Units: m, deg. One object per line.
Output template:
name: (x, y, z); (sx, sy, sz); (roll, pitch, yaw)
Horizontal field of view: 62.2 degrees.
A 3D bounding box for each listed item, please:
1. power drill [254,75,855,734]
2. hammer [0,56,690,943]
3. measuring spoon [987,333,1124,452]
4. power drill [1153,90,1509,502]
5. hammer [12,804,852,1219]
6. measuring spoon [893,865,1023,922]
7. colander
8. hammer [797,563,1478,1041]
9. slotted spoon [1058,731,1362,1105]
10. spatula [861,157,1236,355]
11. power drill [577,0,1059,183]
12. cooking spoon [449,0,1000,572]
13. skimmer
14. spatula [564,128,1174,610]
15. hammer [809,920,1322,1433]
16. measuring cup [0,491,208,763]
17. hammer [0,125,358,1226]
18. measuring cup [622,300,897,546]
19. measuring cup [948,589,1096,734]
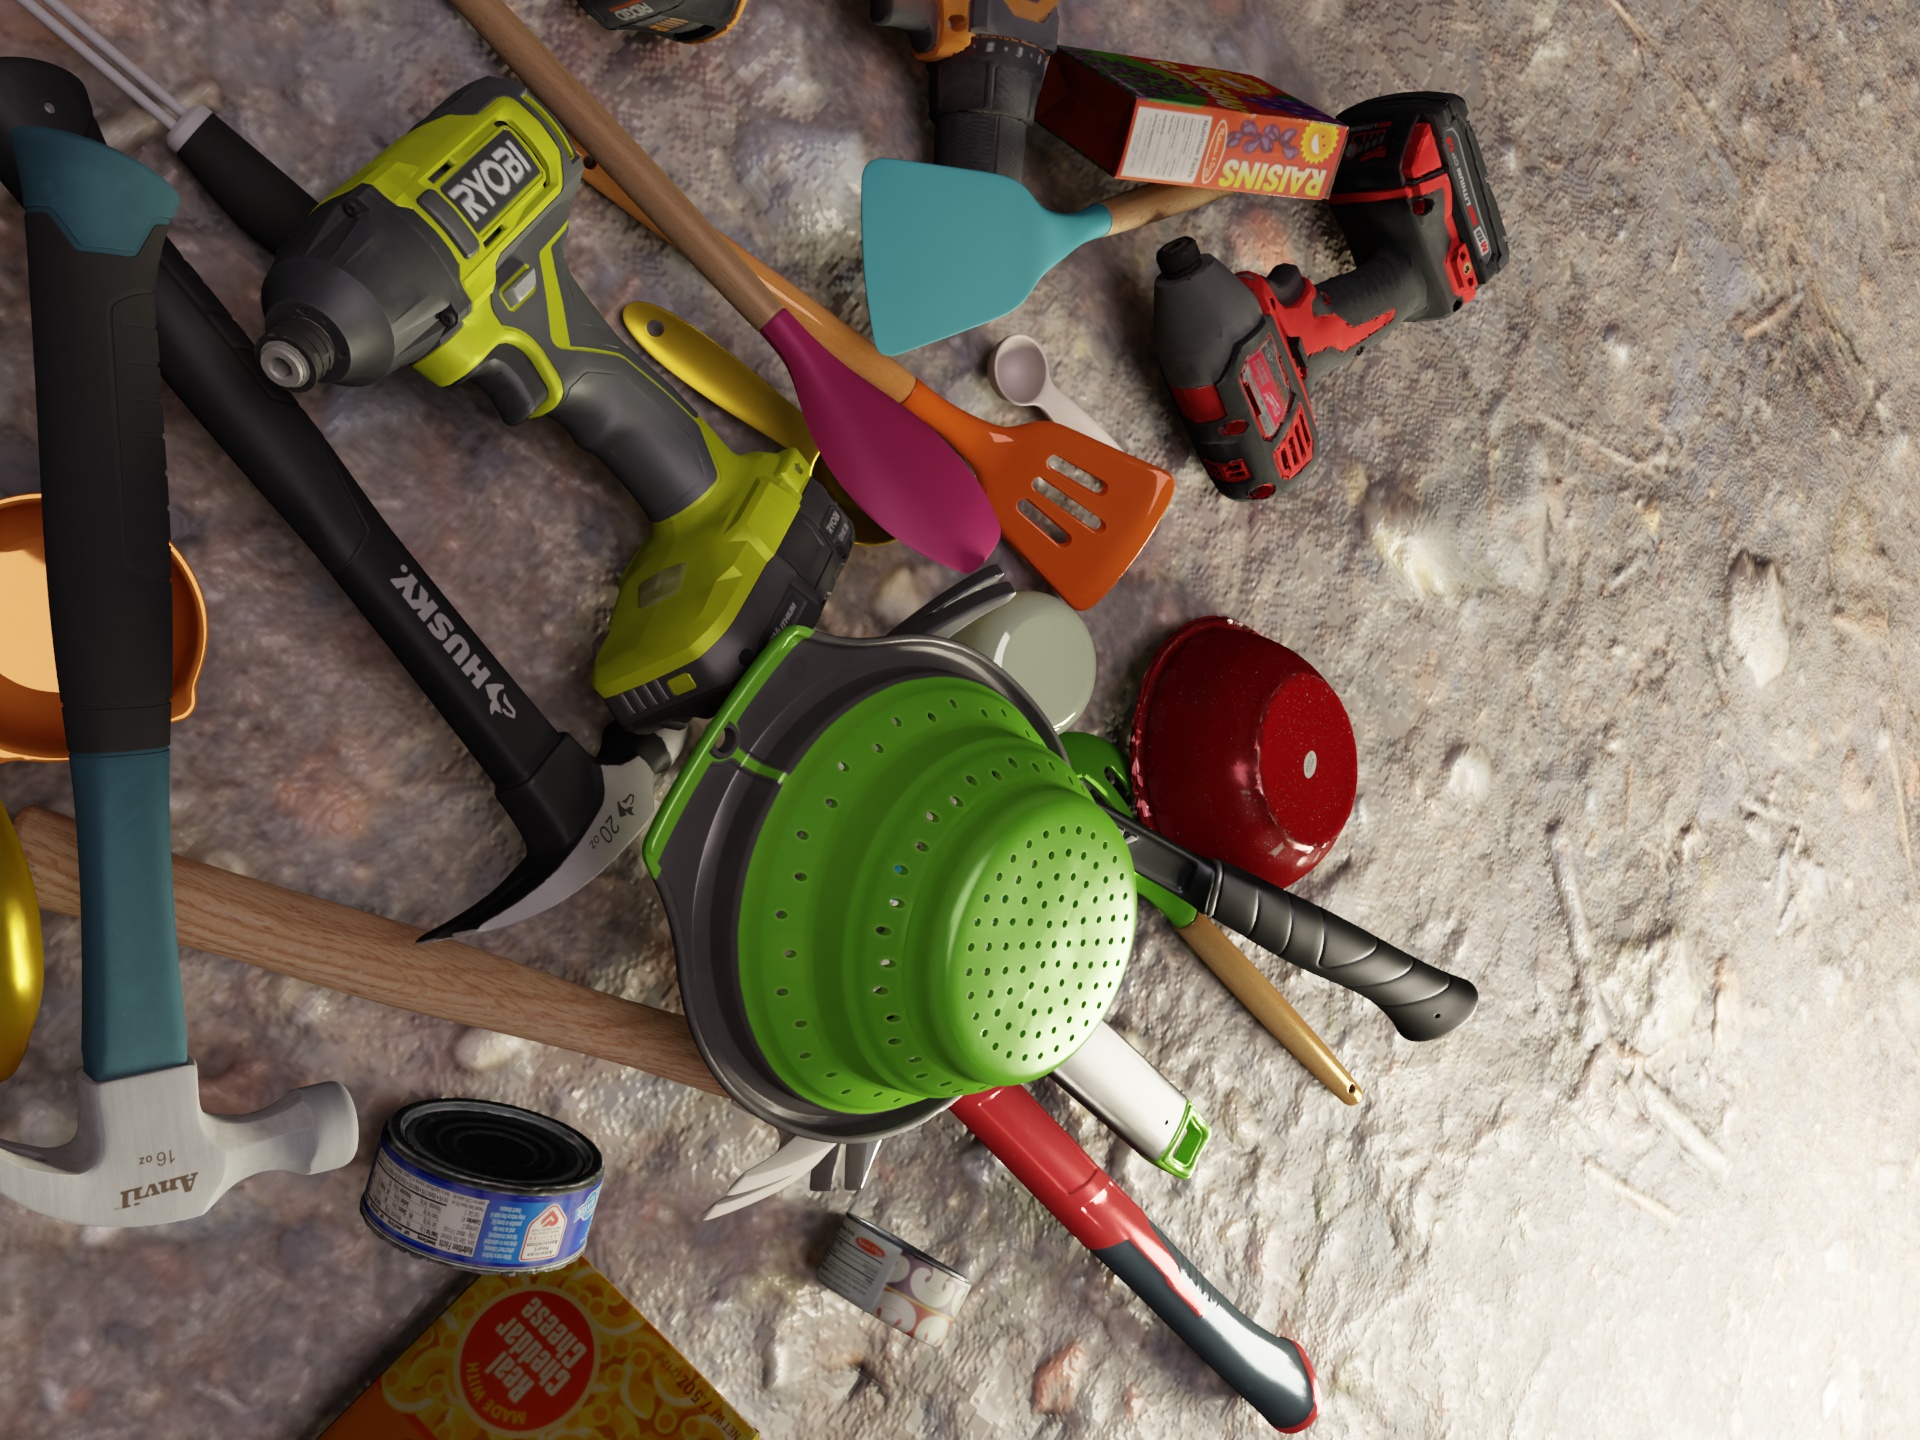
power drill: (-0.146, -0.108, 0.593); (0.223, 0.080, 0.171); (51, 36, -27)
hammer: (-0.223, -0.070, 0.554); (0.334, 0.035, 0.146); (57, 36, -26)
measuring spoon: (0.053, -0.148, 0.801); (0.124, 0.018, 0.034); (39, 70, -36)
power drill: (0.189, -0.234, 0.846); (0.220, 0.079, 0.143); (-45, 123, -21)
hammer: (-0.186, 0.103, 0.605); (0.331, 0.130, 0.031); (23, 122, -25)
measuring spoon: (0.011, 0.089, 0.768); (0.128, 0.021, 0.042); (15, 103, -31)
colander: (0.042, 0.118, 0.661); (0.396, 0.094, 0.204); (47, 66, -41)
hammer: (0.110, 0.068, 0.767); (0.408, 0.036, 0.149); (28, 108, -27)
slotted spoon: (0.137, 0.119, 0.858); (0.313, 0.031, 0.070); (47, 71, -28)
spatula: (0.072, -0.250, 0.772); (0.317, 0.044, 0.082); (-33, 128, -44)
power drill: (-0.049, -0.317, 0.685); (0.226, 0.084, 0.185); (-4, 102, -39)
cooking spoon: (-0.095, -0.183, 0.650); (0.318, 0.017, 0.069); (46, 46, -11)
skimmer: (-0.290, -0.254, 0.515); (0.363, 0.090, 0.127); (42, 39, -30)
spatula: (-0.040, -0.161, 0.718); (0.322, 0.041, 0.081); (31, 100, -29)
hammer: (0.072, 0.267, 0.793); (0.386, 0.038, 0.143); (50, 46, -28)
measuring cup: (-0.326, 0.001, 0.527); (0.095, 0.052, 0.173); (40, 81, -29)
hammer: (-0.256, -0.005, 0.485); (0.128, 0.033, 0.331); (-6, 101, -43)
measuring cup: (-0.080, -0.136, 0.700); (0.156, 0.029, 0.062); (35, 108, -18)
measuring cup: (-0.001, -0.002, 0.751); (0.167, 0.038, 0.083); (-36, 111, -28)
